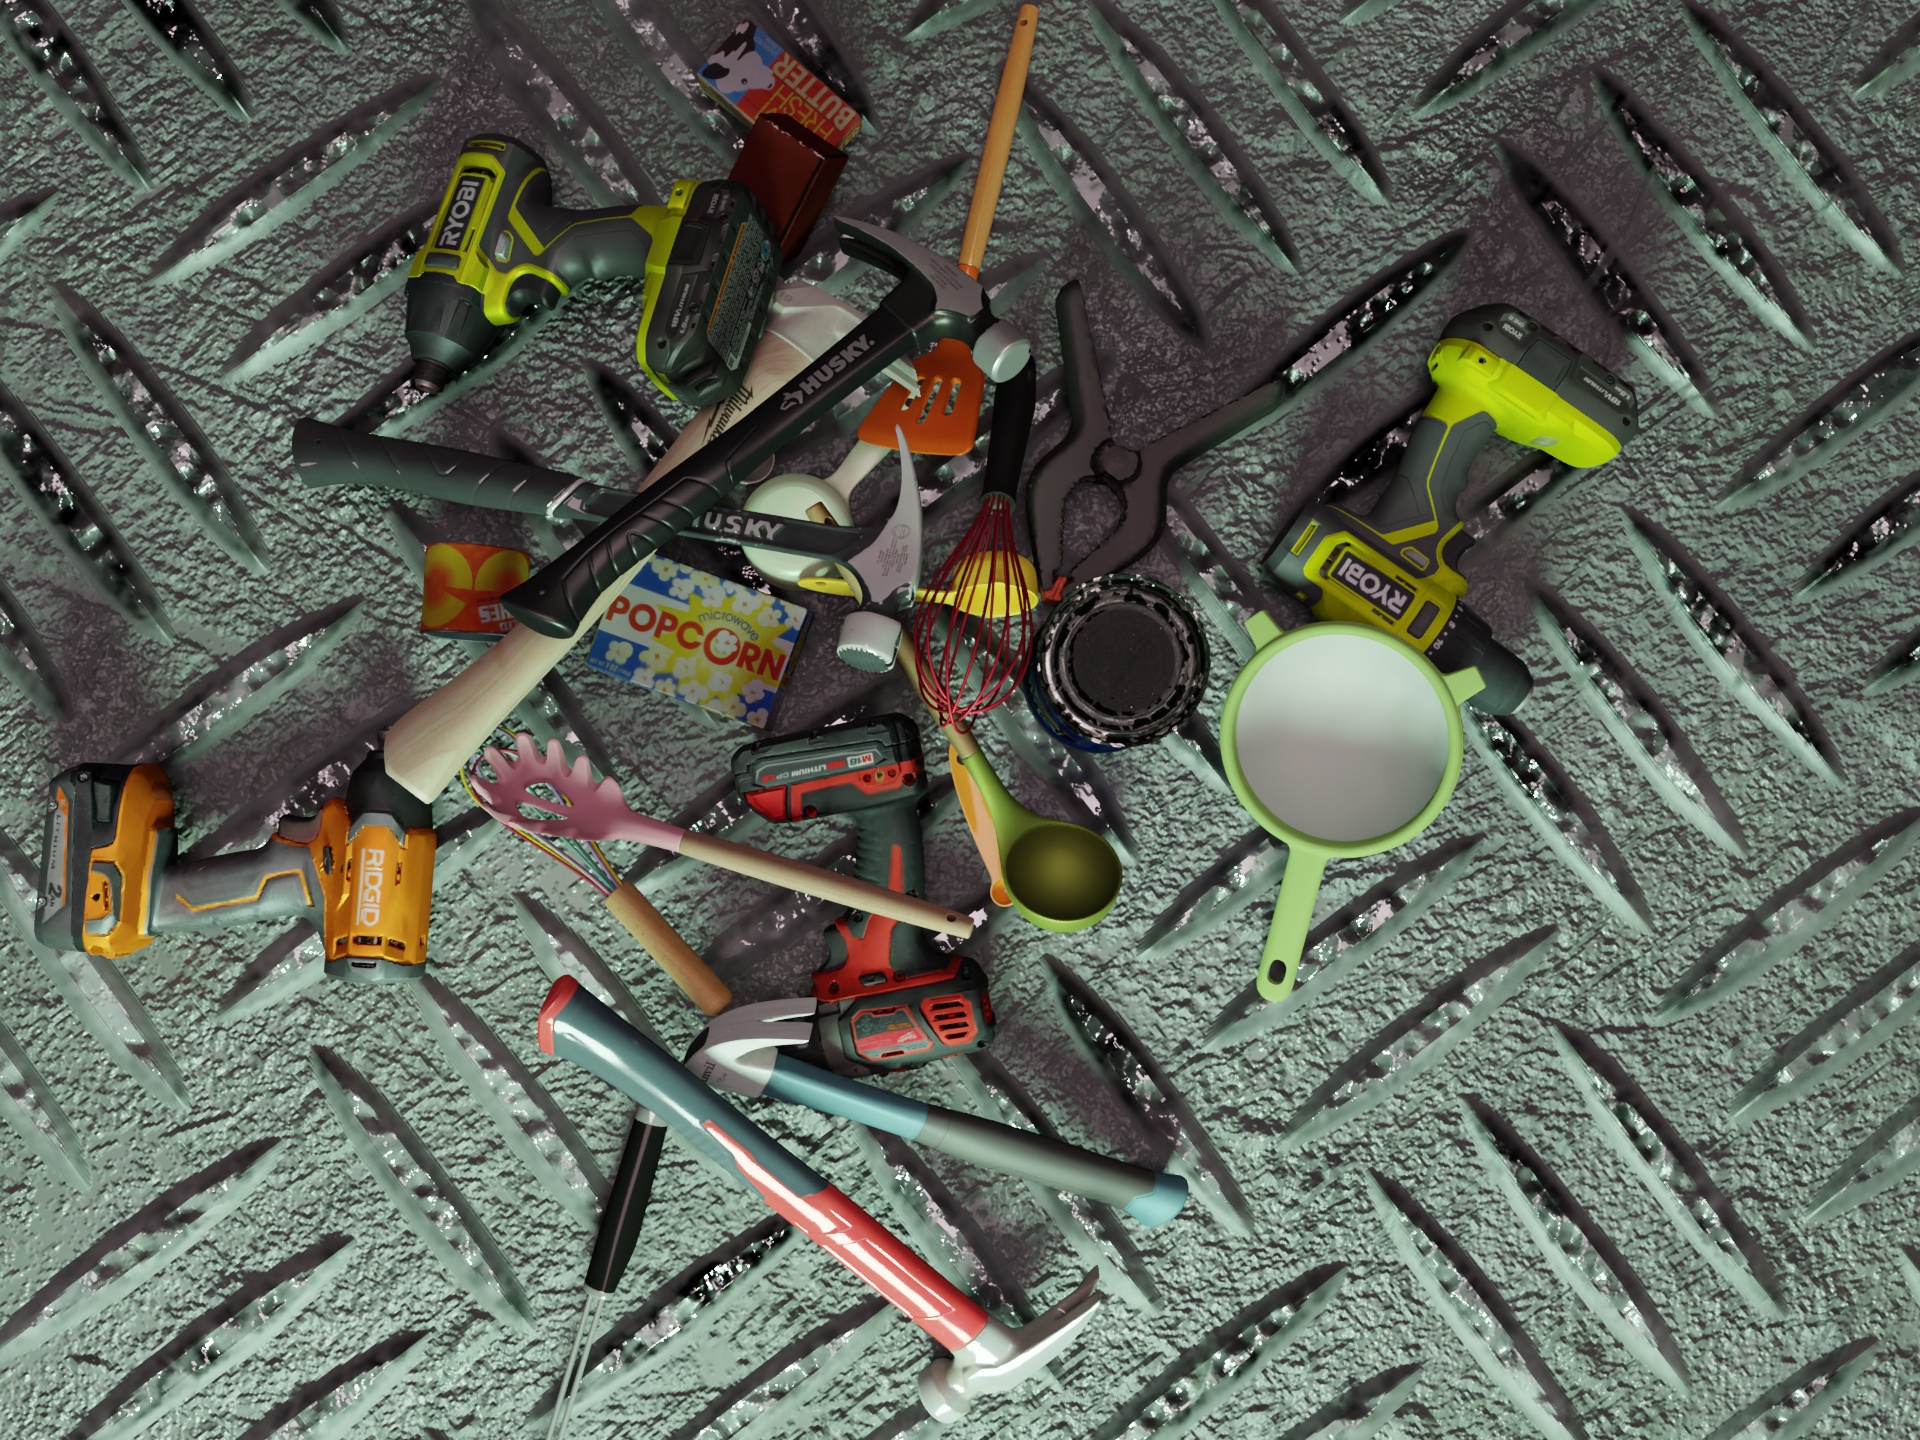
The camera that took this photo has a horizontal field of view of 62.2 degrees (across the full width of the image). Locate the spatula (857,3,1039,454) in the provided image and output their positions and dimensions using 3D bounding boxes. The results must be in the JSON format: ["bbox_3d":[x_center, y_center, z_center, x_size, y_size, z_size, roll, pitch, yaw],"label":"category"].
[{"bbox_3d":[0.009,-0.327,1.056,0.081,0.041,0.322,12,85,19],"label":"spatula"}]

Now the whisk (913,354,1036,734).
[{"bbox_3d":[0.021,-0.120,0.989,0.073,0.073,0.296,10,59,-1],"label":"whisk"}]

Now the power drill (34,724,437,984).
[{"bbox_3d":[-0.450,0.079,1.012,0.226,0.084,0.164,5,86,-5],"label":"power drill"}]

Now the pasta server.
[{"bbox_3d":[-0.144,0.078,0.965,0.316,0.040,0.060,16,62,7],"label":"pasta server"}]

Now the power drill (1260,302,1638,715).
[{"bbox_3d":[0.333,-0.133,1.036,0.190,0.080,0.228,34,90,1],"label":"power drill"}]

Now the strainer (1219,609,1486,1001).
[{"bbox_3d":[0.238,0.058,1.036,0.151,0.069,0.256,17,106,20],"label":"strainer"}]

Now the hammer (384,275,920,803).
[{"bbox_3d":[-0.198,-0.110,0.992,0.146,0.038,0.411,34,77,17],"label":"hammer"}]

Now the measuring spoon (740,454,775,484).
[{"bbox_3d":[-0.130,-0.215,1.065,0.034,0.018,0.124,12,80,3],"label":"measuring spoon"}]

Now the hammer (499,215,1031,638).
[{"bbox_3d":[-0.129,-0.165,0.933,0.335,0.035,0.146,-40,71,-10],"label":"hammer"}]

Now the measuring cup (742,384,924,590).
[{"bbox_3d":[-0.079,-0.159,1.047,0.083,0.038,0.167,40,89,1],"label":"measuring cup"}]

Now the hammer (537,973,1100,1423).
[{"bbox_3d":[-0.089,0.275,0.958,0.143,0.038,0.386,-42,105,17],"label":"hammer"}]

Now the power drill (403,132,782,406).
[{"bbox_3d":[-0.240,-0.275,1.003,0.223,0.080,0.171,12,78,18],"label":"power drill"}]

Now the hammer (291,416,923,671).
[{"bbox_3d":[-0.218,-0.137,0.967,0.409,0.036,0.149,11,71,9],"label":"hammer"}]

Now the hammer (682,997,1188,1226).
[{"bbox_3d":[-0.013,0.257,1.001,0.331,0.033,0.128,20,128,-11],"label":"hammer"}]

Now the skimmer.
[{"bbox_3d":[-0.263,0.418,0.992,0.127,0.090,0.363,13,84,31],"label":"skimmer"}]

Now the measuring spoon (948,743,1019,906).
[{"bbox_3d":[0.015,0.067,1.055,0.021,0.011,0.117,-18,84,-1],"label":"measuring spoon"}]

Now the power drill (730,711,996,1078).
[{"bbox_3d":[-0.088,0.120,1.018,0.188,0.080,0.227,-12,92,5],"label":"power drill"}]

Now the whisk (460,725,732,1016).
[{"bbox_3d":[-0.234,0.096,1.011,0.047,0.051,0.245,-42,80,-16],"label":"whisk"}]

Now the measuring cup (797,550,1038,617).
[{"bbox_3d":[-0.027,-0.094,1.035,0.156,0.062,0.029,4,72,-2],"label":"measuring cup"}]

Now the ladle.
[{"bbox_3d":[-0.002,-0.003,1.008,0.078,0.062,0.320,-37,99,-29],"label":"ladle"}]
